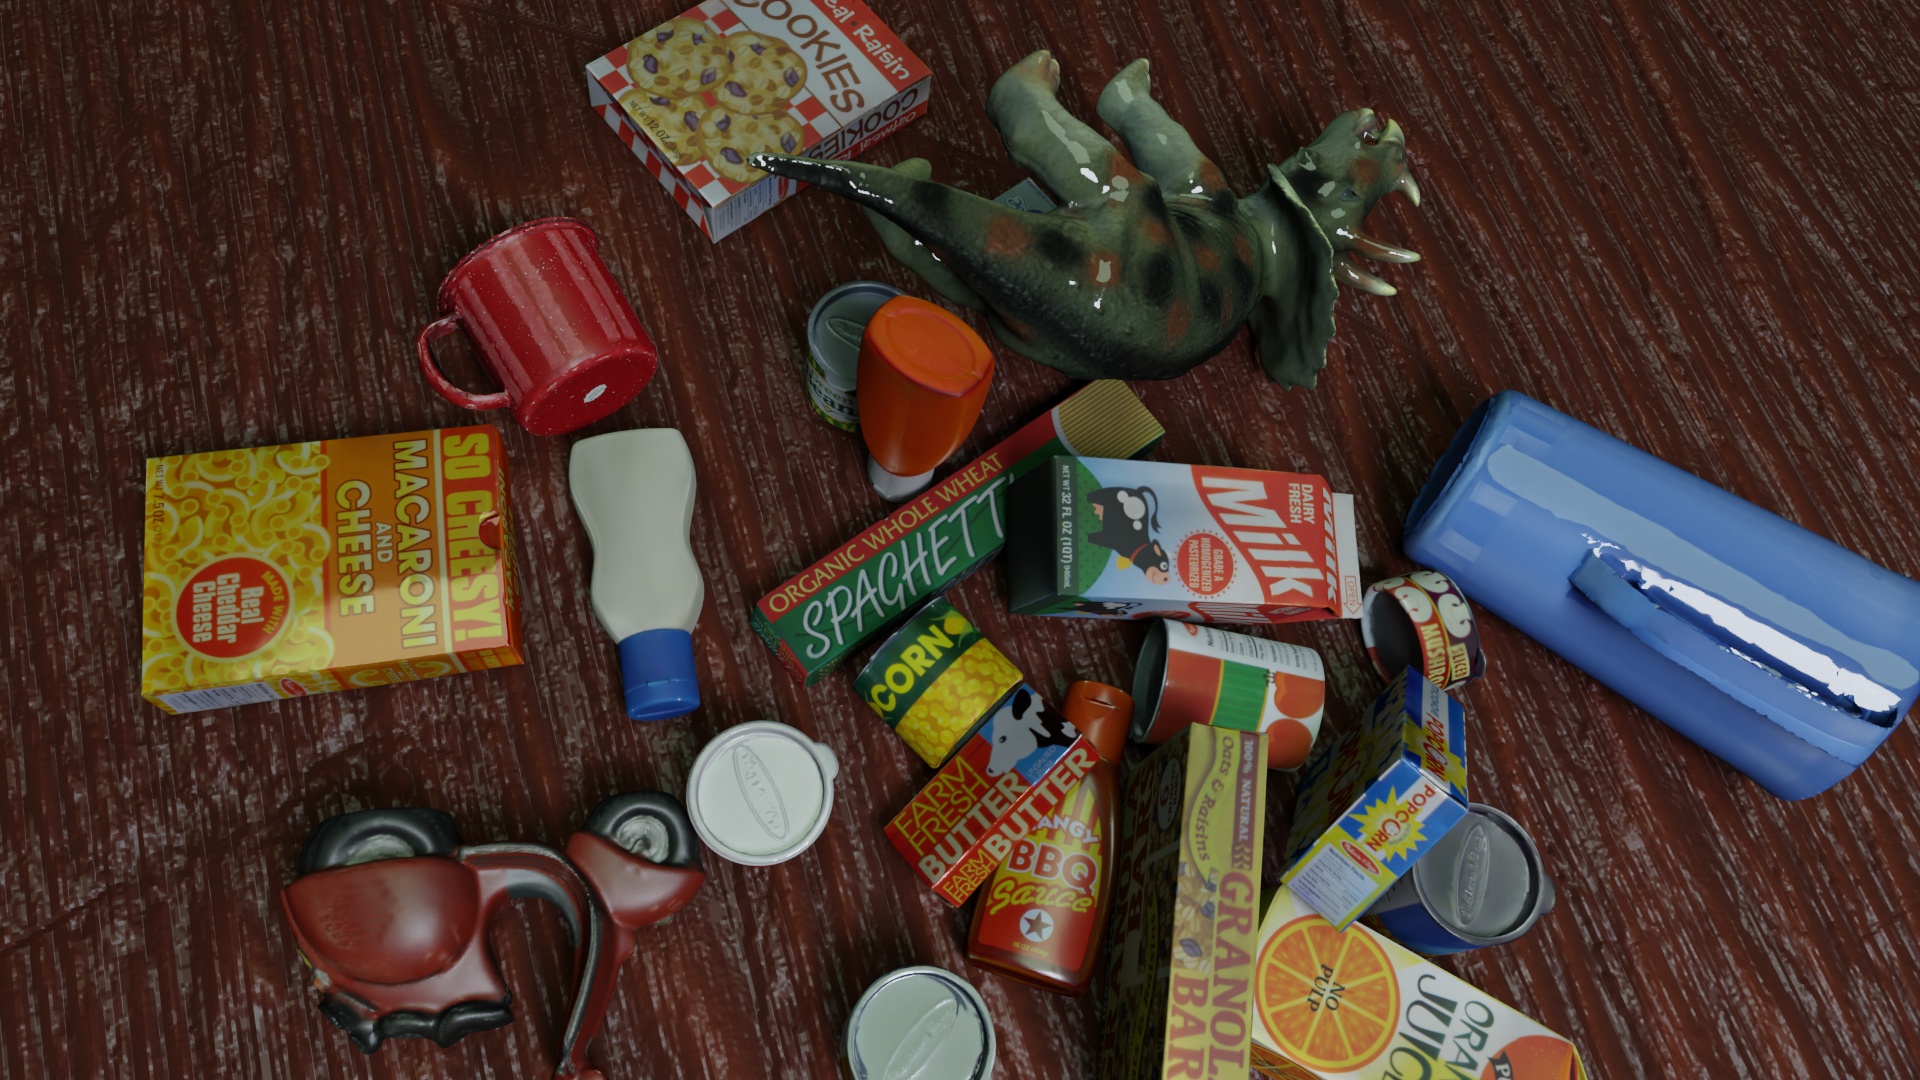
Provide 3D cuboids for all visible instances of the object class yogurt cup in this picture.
[{"bbox_3d":[-0.096,0.126,0.668,0.072,0.053,0.072,3,67,-7],"label":"yogurt cup"}]

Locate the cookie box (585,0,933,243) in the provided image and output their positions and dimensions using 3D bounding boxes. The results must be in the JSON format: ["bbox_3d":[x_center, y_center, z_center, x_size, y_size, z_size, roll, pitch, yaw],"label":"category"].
[{"bbox_3d":[-0.119,-0.272,0.838,0.168,0.040,0.123,-37,77,-20],"label":"cookie box"}]

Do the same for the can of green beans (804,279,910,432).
[{"bbox_3d":[-0.053,-0.100,0.766,0.071,0.057,0.071,3,67,-7],"label":"can of green beans"}]

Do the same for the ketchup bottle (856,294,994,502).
[{"bbox_3d":[-0.024,-0.063,0.706,0.065,0.148,0.044,35,67,6],"label":"ketchup bottle"}]

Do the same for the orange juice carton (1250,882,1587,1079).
[{"bbox_3d":[0.211,0.243,0.655,0.193,0.071,0.073,29,67,4],"label":"orange juice carton"}]

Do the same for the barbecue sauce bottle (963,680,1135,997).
[{"bbox_3d":[0.051,0.144,0.688,0.065,0.043,0.149,15,65,10],"label":"barbecue sauce bottle"}]

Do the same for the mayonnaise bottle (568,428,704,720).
[{"bbox_3d":[-0.162,0.017,0.712,0.065,0.041,0.148,-8,70,-10],"label":"mayonnaise bottle"}]

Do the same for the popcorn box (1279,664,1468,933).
[{"bbox_3d":[0.199,0.119,0.664,0.038,0.085,0.127,40,23,6],"label":"popcorn box"}]

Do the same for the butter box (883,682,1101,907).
[{"bbox_3d":[0.015,0.123,0.675,0.103,0.024,0.053,-45,39,-6],"label":"butter box"}]

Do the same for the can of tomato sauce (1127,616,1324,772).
[{"bbox_3d":[0.135,0.081,0.715,0.083,0.071,0.071,12,67,-5],"label":"can of tomato sauce"}]

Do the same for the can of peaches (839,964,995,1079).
[{"bbox_3d":[-0.019,0.232,0.633,0.071,0.057,0.071,3,67,-8],"label":"can of peaches"}]

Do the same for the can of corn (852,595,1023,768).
[{"bbox_3d":[-0.011,0.071,0.694,0.058,0.071,0.071,44,69,9],"label":"can of corn"}]

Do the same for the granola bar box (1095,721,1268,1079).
[{"bbox_3d":[0.099,0.179,0.636,0.039,0.123,0.166,10,67,-4],"label":"granola bar box"}]

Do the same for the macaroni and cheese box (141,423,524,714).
[{"bbox_3d":[-0.310,0.012,0.692,0.167,0.040,0.124,-7,70,-11],"label":"macaroni and cheese box"}]

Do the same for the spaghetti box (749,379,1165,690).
[{"bbox_3d":[0.003,-0.009,0.753,0.251,0.028,0.050,-34,77,-20],"label":"spaghetti box"}]

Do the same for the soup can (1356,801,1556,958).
[{"bbox_3d":[0.238,0.170,0.682,0.071,0.083,0.071,3,68,-7],"label":"soup can"}]

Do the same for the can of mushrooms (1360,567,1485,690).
[{"bbox_3d":[0.245,0.051,0.741,0.033,0.070,0.071,-14,71,-12],"label":"can of mushrooms"}]

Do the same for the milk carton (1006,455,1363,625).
[{"bbox_3d":[0.125,0.004,0.728,0.191,0.073,0.072,3,78,-17],"label":"milk carton"}]

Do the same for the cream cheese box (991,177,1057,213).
[{"bbox_3d":[0.053,-0.165,0.827,0.053,0.024,0.104,-38,78,-20],"label":"cream cheese box"}]
